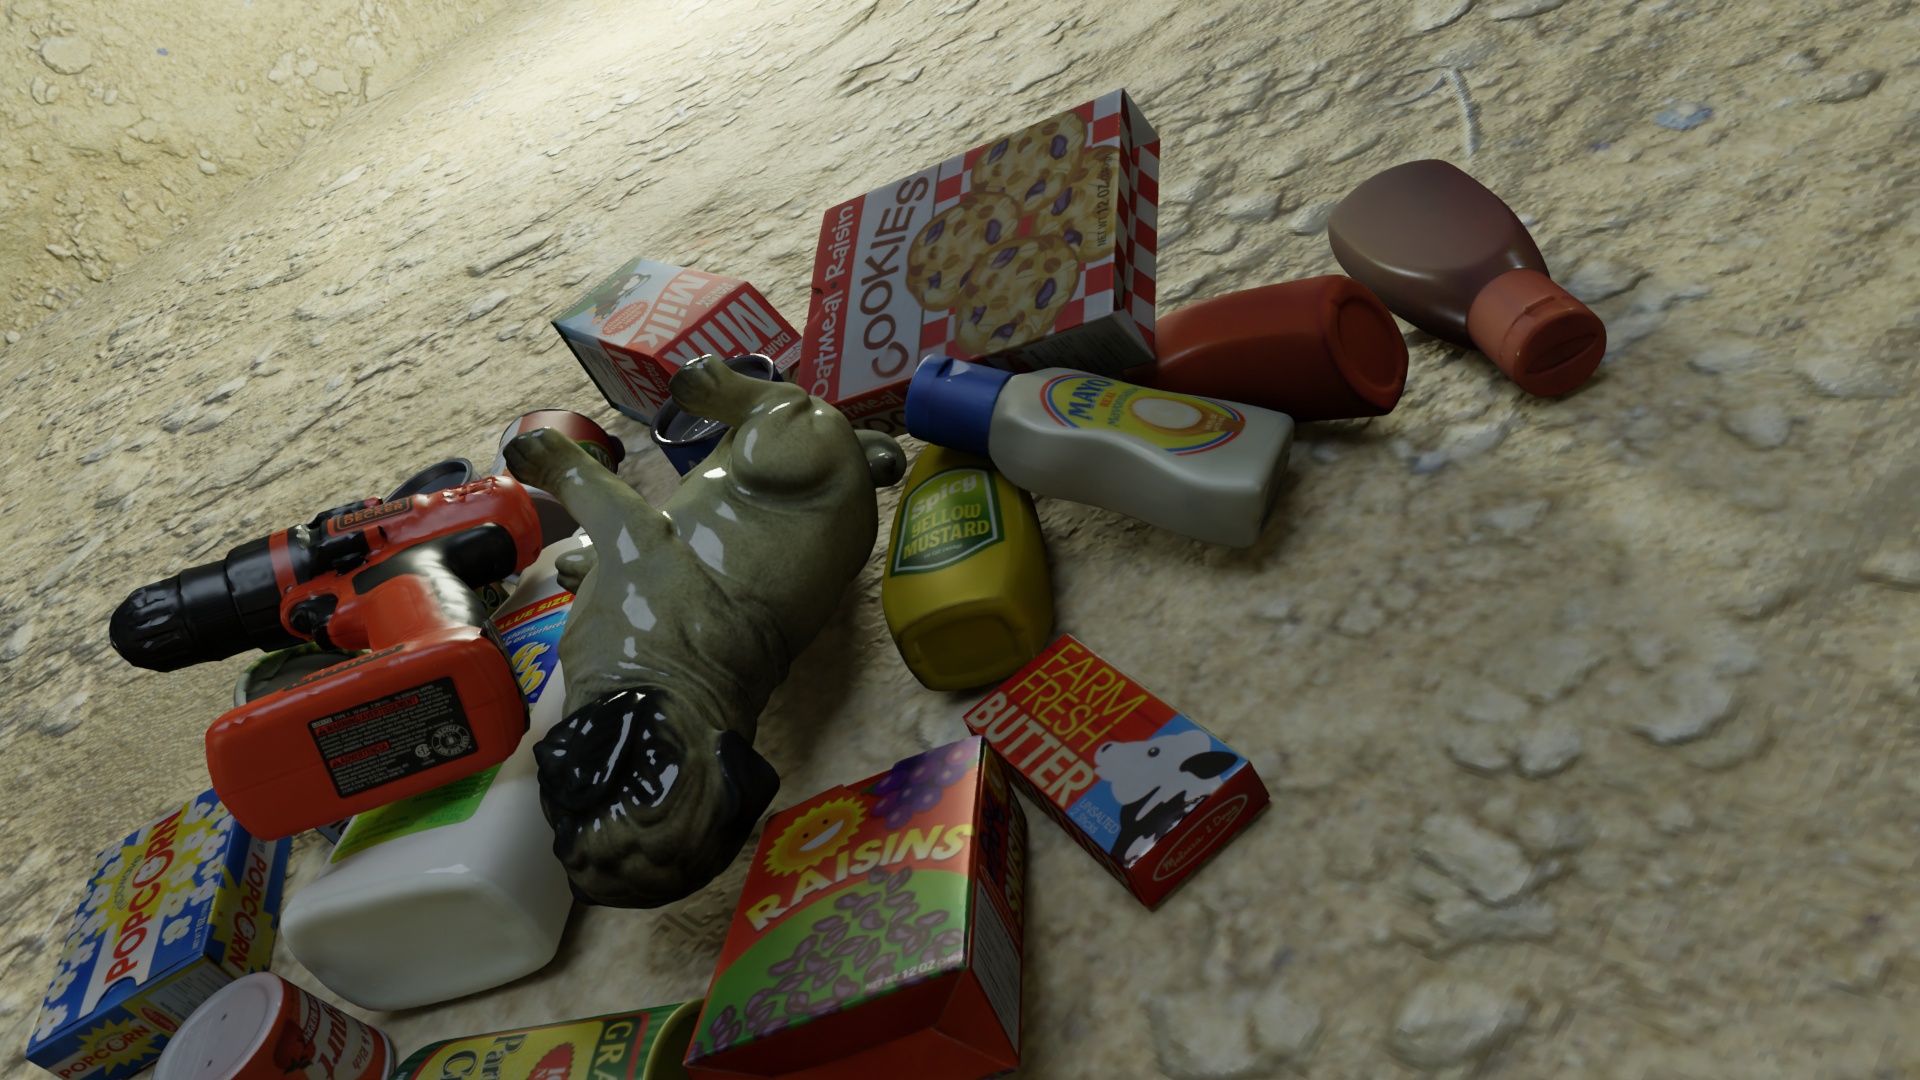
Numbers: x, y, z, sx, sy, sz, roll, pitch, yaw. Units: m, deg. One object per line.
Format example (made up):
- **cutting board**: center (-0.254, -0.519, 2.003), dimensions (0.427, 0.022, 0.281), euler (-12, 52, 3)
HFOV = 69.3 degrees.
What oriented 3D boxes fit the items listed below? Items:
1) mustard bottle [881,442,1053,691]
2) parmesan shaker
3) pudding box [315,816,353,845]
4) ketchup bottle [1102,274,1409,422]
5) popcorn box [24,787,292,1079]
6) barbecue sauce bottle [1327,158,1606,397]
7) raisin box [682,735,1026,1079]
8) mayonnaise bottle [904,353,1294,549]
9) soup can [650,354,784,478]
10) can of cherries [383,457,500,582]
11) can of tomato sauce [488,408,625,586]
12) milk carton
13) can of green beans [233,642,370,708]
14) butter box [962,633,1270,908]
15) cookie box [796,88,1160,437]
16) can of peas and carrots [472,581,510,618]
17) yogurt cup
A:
- **mustard bottle**: center (0.002, -0.007, 0.582), dimensions (0.065, 0.048, 0.161), euler (-18, 35, 12)
- **parmesan shaker**: center (-0.116, 0.179, 0.412), dimensions (0.103, 0.071, 0.072), euler (-16, 36, 21)
- **pudding box**: center (-0.263, 0.107, 0.600), dimensions (0.030, 0.083, 0.050), euler (-37, 35, -8)
- **ketchup bottle**: center (0.107, -0.074, 0.583), dimensions (0.148, 0.064, 0.044), euler (0, 60, 49)
- **popcorn box**: center (-0.354, 0.172, 0.625), dimensions (0.085, 0.038, 0.127), euler (-29, 33, -1)
- **barbecue sauce bottle**: center (0.206, -0.108, 0.567), dimensions (0.065, 0.043, 0.149), euler (-26, 34, 6)
- **raisin box**: center (-0.026, 0.116, 0.423), dimensions (0.086, 0.040, 0.124), euler (-23, 18, 12)
- **mayonnaise bottle**: center (0.052, -0.040, 0.547), dimensions (0.148, 0.041, 0.065), euler (16, 39, 18)
- **soup can**: center (-0.096, -0.035, 0.661), dimensions (0.071, 0.083, 0.072), euler (-20, 35, 15)
- **can of cherries**: center (-0.290, -0.002, 0.787), dimensions (0.071, 0.058, 0.072), euler (-19, 35, 14)
- **can of tomato sauce**: center (-0.223, -0.023, 0.759), dimensions (0.071, 0.071, 0.083), euler (-23, 35, 11)
- **milk carton**: center (-0.158, -0.109, 0.813), dimensions (0.072, 0.073, 0.191), euler (-43, 36, -19)
- **can of green beans**: center (-0.302, 0.089, 0.652), dimensions (0.071, 0.057, 0.071), euler (9, 35, -7)
- **butter box**: center (0.049, 0.073, 0.464), dimensions (0.053, 0.024, 0.104), euler (-38, 35, -13)
- **cookie box**: center (0.005, -0.118, 0.625), dimensions (0.167, 0.040, 0.123), euler (-13, 57, 32)
- **can of peas and carrots**: center (-0.249, 0.048, 0.689), dimensions (0.071, 0.058, 0.071), euler (-20, 35, 15)
- **yogurt cup**: center (-0.251, 0.195, 0.504), dimensions (0.072, 0.053, 0.073), euler (-21, 34, 15)
